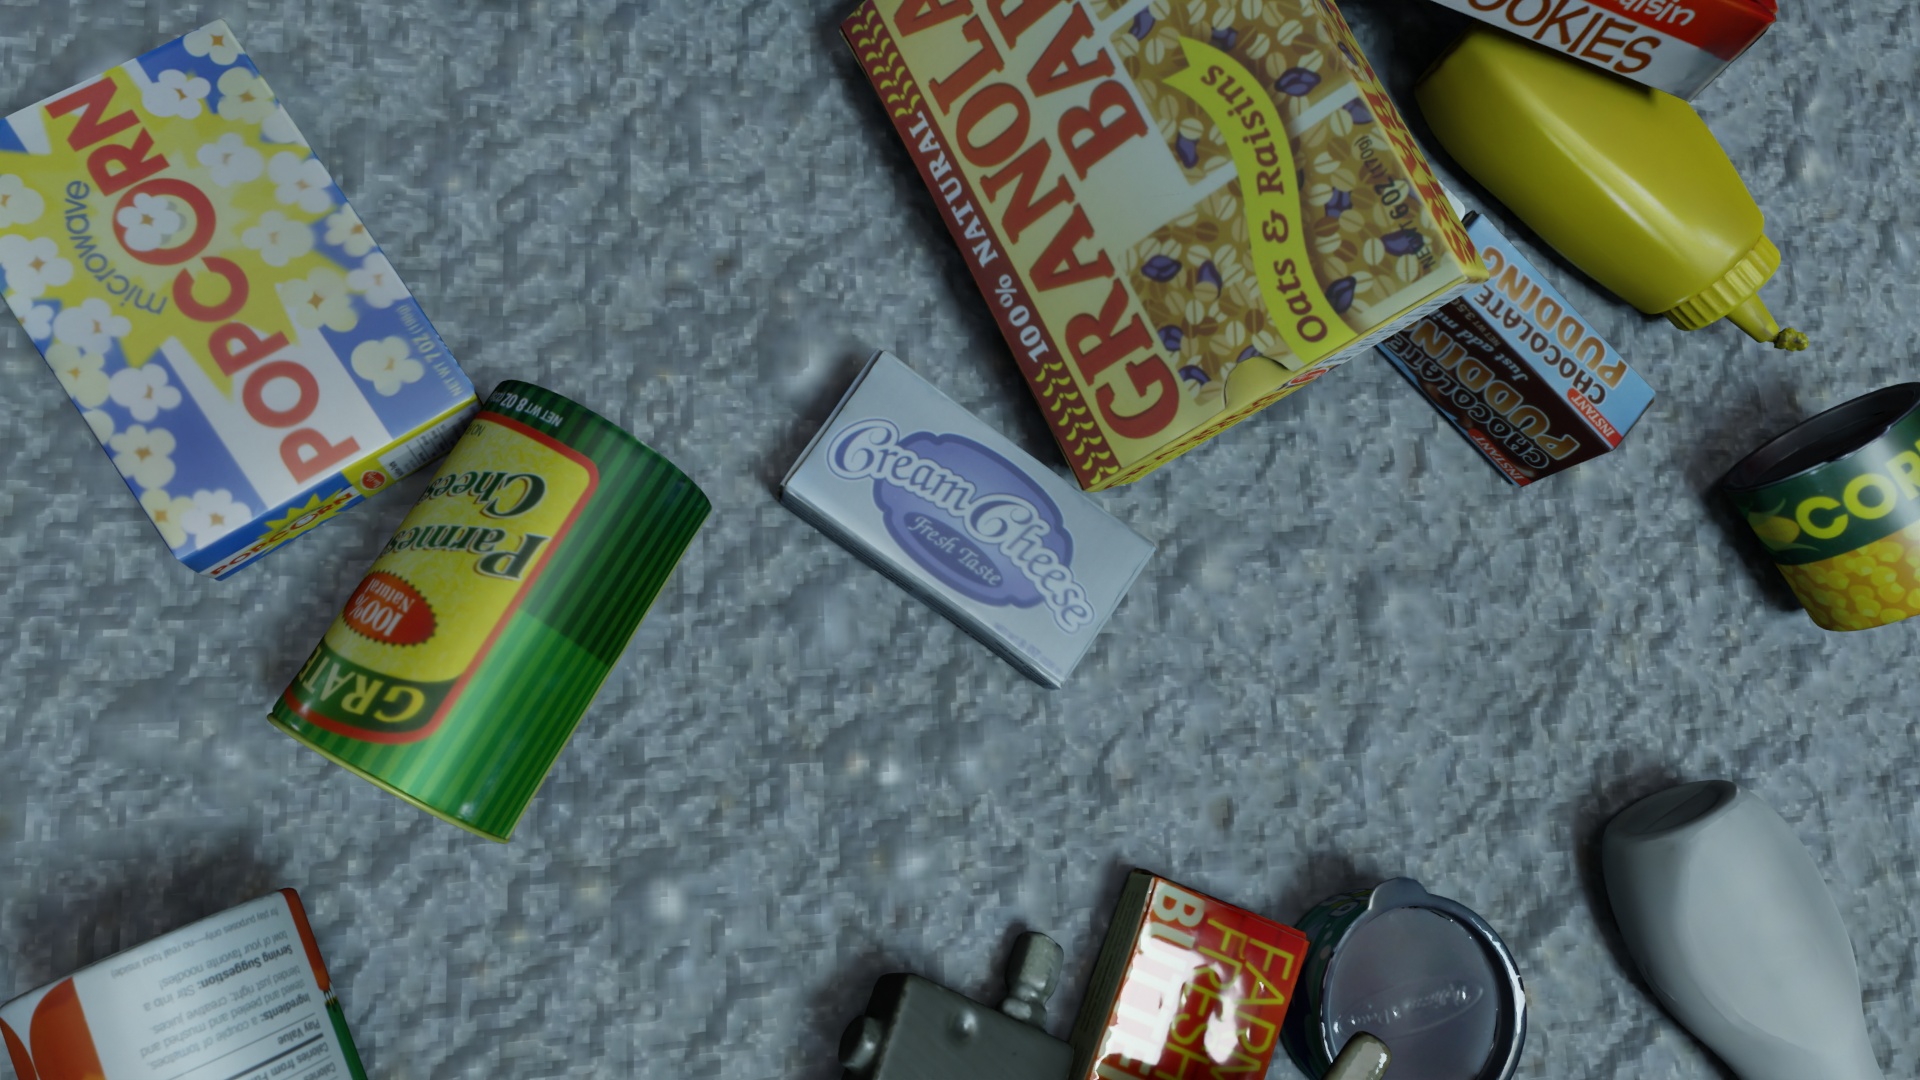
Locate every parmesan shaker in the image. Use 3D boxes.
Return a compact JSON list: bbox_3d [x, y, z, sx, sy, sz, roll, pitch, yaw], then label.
[{"bbox_3d":[-0.122,0.017,0.364,0.071,0.071,0.103,30,74,-6],"label":"parmesan shaker"}]

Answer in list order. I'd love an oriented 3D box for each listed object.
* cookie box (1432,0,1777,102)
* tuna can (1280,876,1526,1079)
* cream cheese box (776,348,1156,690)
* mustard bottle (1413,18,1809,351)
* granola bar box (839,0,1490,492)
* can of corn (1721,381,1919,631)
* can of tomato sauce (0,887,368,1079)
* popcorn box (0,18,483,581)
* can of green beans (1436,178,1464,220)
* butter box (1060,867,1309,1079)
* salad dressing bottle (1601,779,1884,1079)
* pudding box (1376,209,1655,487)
[{"bbox_3d":[0.193,-0.232,0.463,0.123,0.040,0.168,17,55,-9],"label":"cookie box"},{"bbox_3d":[0.129,0.135,0.414,0.071,0.032,0.071,2,79,-12],"label":"tuna can"},{"bbox_3d":[0.001,-0.005,0.416,0.104,0.024,0.053,36,74,-4],"label":"cream cheese box"},{"bbox_3d":[0.229,-0.119,0.476,0.160,0.048,0.065,46,68,-2],"label":"mustard bottle"},{"bbox_3d":[0.053,-0.114,0.399,0.039,0.124,0.165,-18,79,-59],"label":"granola bar box"},{"bbox_3d":[0.302,-0.010,0.461,0.071,0.071,0.058,-33,89,-16],"label":"can of corn"},{"bbox_3d":[-0.178,0.135,0.329,0.071,0.071,0.083,-22,85,-15],"label":"can of tomato sauce"},{"bbox_3d":[-0.199,-0.064,0.374,0.085,0.038,0.126,-34,88,-16],"label":"popcorn box"},{"bbox_3d":[0.114,-0.101,0.438,0.058,0.071,0.071,44,74,-2],"label":"can of green beans"},{"bbox_3d":[0.058,0.152,0.399,0.053,0.024,0.104,25,75,-8],"label":"butter box"},{"bbox_3d":[0.257,0.150,0.435,0.064,0.044,0.147,-26,87,-18],"label":"salad dressing bottle"},{"bbox_3d":[0.175,-0.061,0.452,0.083,0.049,0.030,45,72,-2],"label":"pudding box"}]
